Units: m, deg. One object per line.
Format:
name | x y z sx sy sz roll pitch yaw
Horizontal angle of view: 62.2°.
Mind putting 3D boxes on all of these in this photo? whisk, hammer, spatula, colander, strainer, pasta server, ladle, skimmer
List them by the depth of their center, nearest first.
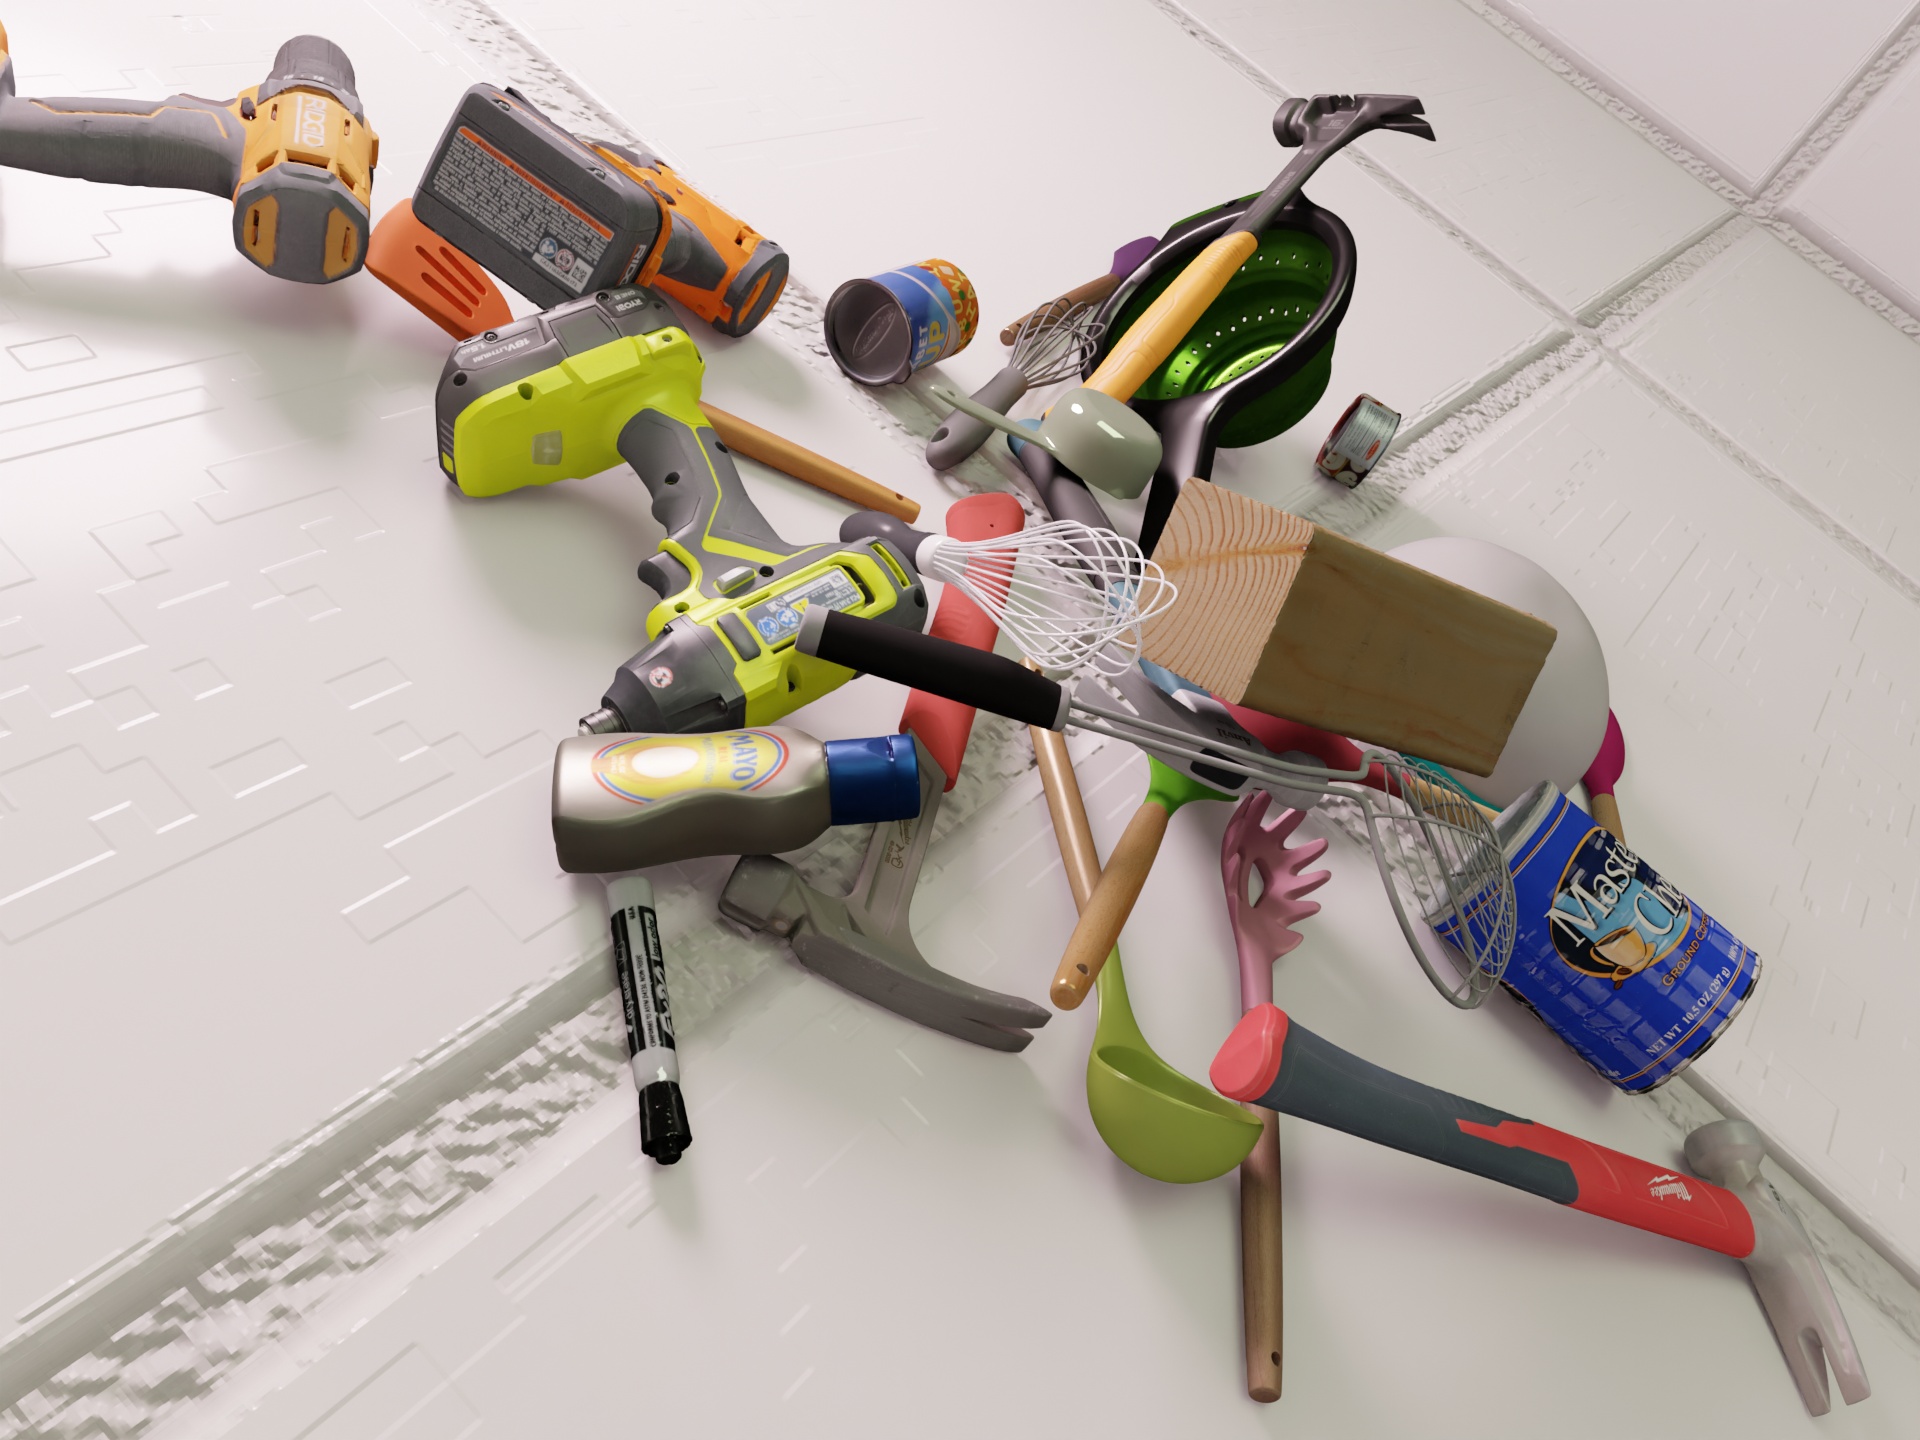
hammer | 0.267 0.212 0.714 0.386 0.038 0.143 23 40 -29
skimmer | 0.094 0.034 0.732 0.363 0.090 0.127 17 40 -6
pasta server | 0.143 0.156 0.736 0.060 0.040 0.316 31 39 -18
ladle | 0.069 0.074 0.757 0.078 0.062 0.321 23 36 -31
whisk | 0.007 -0.074 0.766 0.070 0.070 0.285 6 10 -30
hammer | -0.001 -0.003 0.801 0.149 0.036 0.359 27 40 -9
spatula | -0.165 -0.185 0.873 0.322 0.041 0.081 23 40 -14
hammer | 0.090 -0.077 0.901 0.128 0.033 0.331 17 32 -30
ladle | 0.278 0.049 0.925 0.315 0.031 0.069 23 76 -13
strainer | 0.287 -0.068 0.969 0.340 0.095 0.211 27 43 -26
whisk | 0.036 -0.220 1.044 0.055 0.055 0.239 35 44 2
hammer | 0.174 -0.300 1.065 0.127 0.337 0.034 26 -19 50
colander | 0.176 -0.194 1.072 0.094 0.204 0.397 49 44 -39
spatula | 0.109 -0.331 1.226 0.060 0.018 0.316 41 39 7

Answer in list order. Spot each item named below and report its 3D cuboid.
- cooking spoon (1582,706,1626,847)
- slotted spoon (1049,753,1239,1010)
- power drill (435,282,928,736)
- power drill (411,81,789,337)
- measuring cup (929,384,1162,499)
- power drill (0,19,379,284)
cooking spoon | 0.419 0.069 1.028 0.068 0.017 0.319 29 39 -9
slotted spoon | 0.088 0.056 0.749 0.070 0.031 0.314 36 26 3
power drill | -0.145 -0.090 0.750 0.171 0.080 0.223 -29 71 -28
power drill | -0.202 -0.282 0.881 0.164 0.084 0.226 36 18 4
measuring cup | 0.055 -0.183 0.952 0.167 0.038 0.083 15 33 -38
power drill | -0.406 -0.303 0.784 0.226 0.084 0.186 5 46 -23
